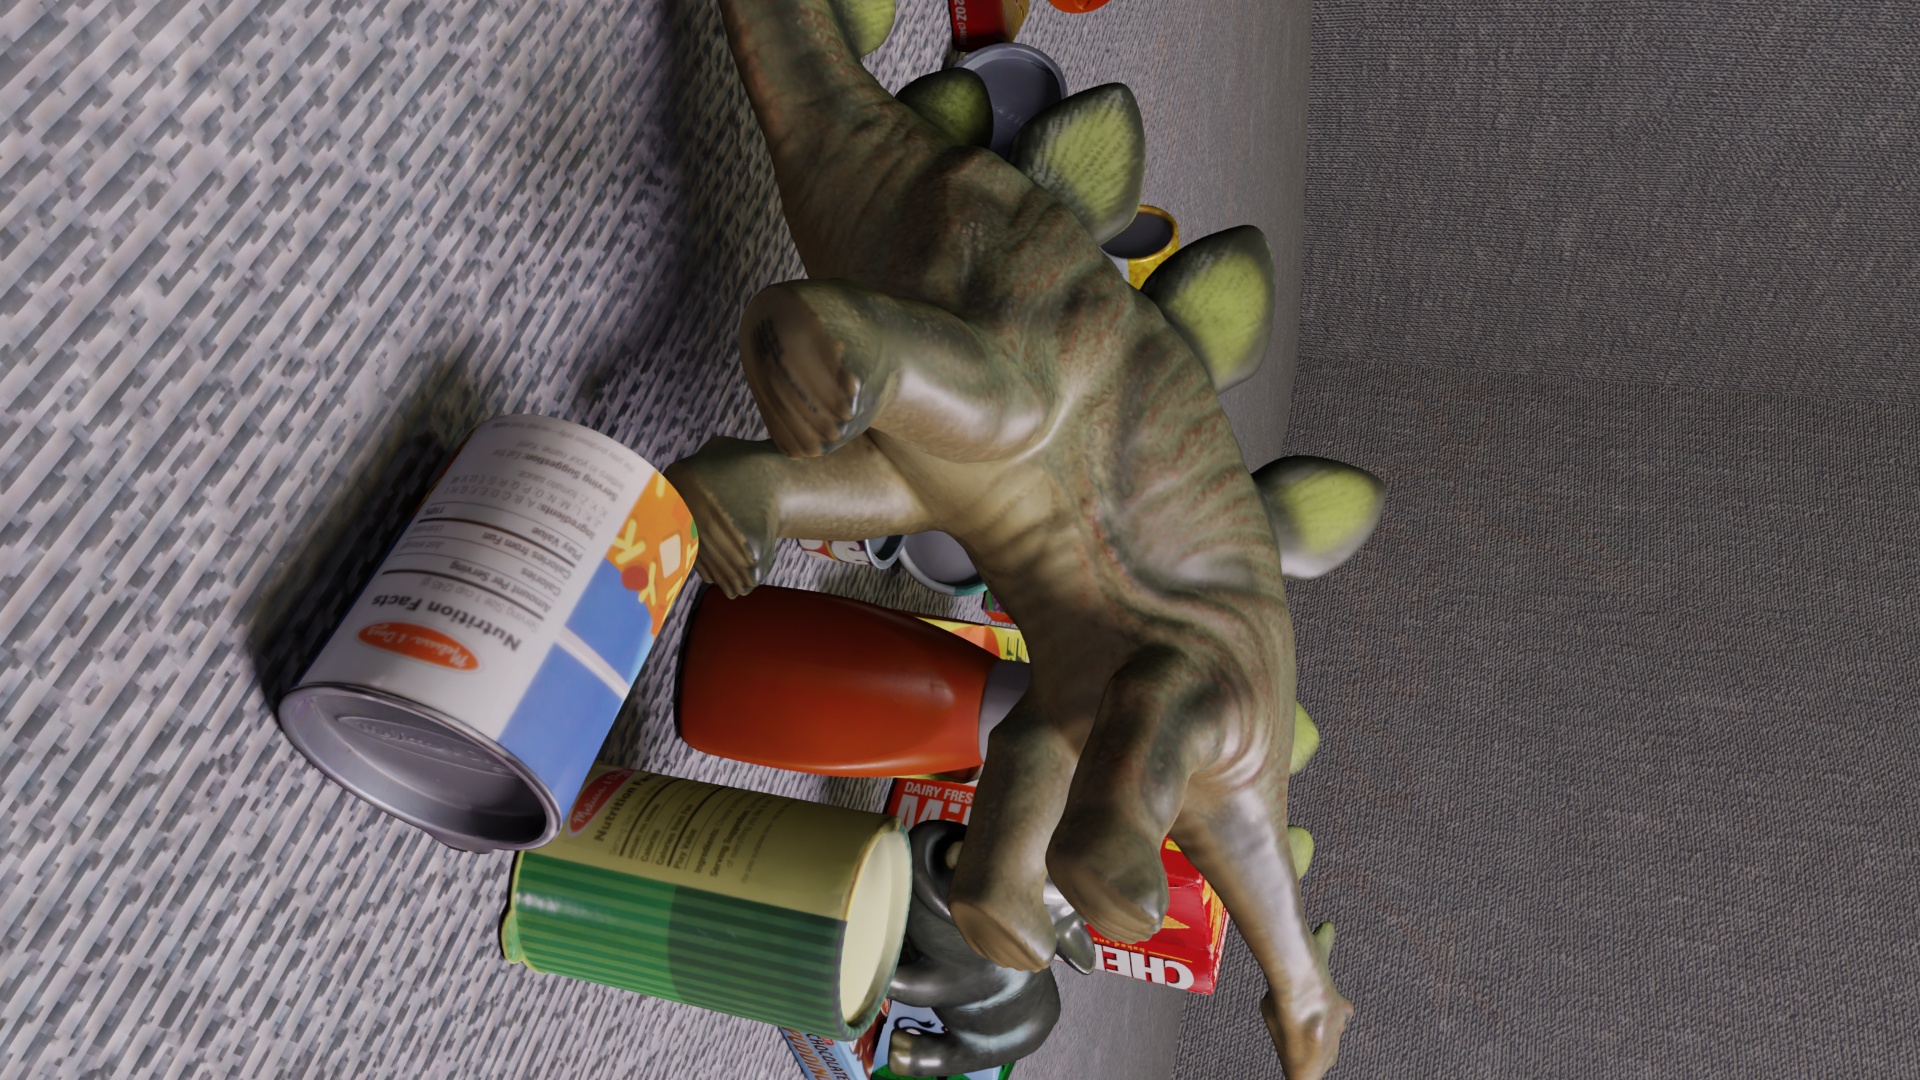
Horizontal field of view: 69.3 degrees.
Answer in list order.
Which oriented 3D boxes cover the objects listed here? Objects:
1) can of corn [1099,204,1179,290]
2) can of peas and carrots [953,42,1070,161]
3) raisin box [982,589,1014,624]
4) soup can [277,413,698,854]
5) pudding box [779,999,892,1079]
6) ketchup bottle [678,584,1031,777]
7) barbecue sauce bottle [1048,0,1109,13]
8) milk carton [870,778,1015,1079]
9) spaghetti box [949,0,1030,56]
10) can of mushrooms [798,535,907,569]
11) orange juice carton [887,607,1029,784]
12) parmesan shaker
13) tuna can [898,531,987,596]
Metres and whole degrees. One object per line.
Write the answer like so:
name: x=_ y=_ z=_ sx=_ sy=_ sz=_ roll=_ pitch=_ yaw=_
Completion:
can of corn: x=0.135 y=-0.211 z=1.047 sx=0.058 sy=0.071 sz=0.071 roll=75 pitch=27 yaw=-50
can of peas and carrots: x=0.025 y=-0.201 z=0.693 sx=0.058 sy=0.071 sz=0.071 roll=37 pitch=62 yaw=-72
raisin box: x=0.069 y=-0.005 z=0.882 sx=0.040 sy=0.086 sz=0.123 roll=44 pitch=55 yaw=-68
soup can: x=-0.109 y=0.023 z=0.335 sx=0.071 sy=0.071 sz=0.084 roll=78 pitch=25 yaw=-48
pudding box: x=-0.058 y=0.217 z=0.645 sx=0.083 sy=0.030 sz=0.050 roll=78 pitch=23 yaw=-47
ketchup bottle: x=-0.023 y=0.054 z=0.486 sx=0.043 sy=0.149 sz=0.065 roll=25 pitch=73 yaw=-71
barbecue sauce bottle: x=0.050 y=-0.330 z=0.683 sx=0.064 sy=0.044 sz=0.149 roll=81 pitch=2 yaw=-69
milk carton: x=-0.002 y=0.205 z=0.752 sx=0.074 sy=0.072 sz=0.189 roll=-42 pitch=136 yaw=-66
spaghetti box: x=0.002 y=-0.344 z=0.619 sx=0.248 sy=0.029 sz=0.050 roll=80 pitch=23 yaw=-45
can of mushrooms: x=-0.044 y=-0.024 z=0.588 sx=0.071 sy=0.033 sz=0.071 roll=6 pitch=91 yaw=-73
orange juice carton: x=-0.011 y=0.072 z=0.668 sx=0.192 sy=0.073 sz=0.072 roll=19 pitch=79 yaw=-73
parmesan shaker: x=-0.074 y=0.110 z=0.419 sx=0.071 sy=0.103 sz=0.071 roll=6 pitch=91 yaw=-74
tuna can: x=0.002 y=-0.009 z=0.686 sx=0.033 sy=0.071 sz=0.071 roll=-34 pitch=129 yaw=-68
